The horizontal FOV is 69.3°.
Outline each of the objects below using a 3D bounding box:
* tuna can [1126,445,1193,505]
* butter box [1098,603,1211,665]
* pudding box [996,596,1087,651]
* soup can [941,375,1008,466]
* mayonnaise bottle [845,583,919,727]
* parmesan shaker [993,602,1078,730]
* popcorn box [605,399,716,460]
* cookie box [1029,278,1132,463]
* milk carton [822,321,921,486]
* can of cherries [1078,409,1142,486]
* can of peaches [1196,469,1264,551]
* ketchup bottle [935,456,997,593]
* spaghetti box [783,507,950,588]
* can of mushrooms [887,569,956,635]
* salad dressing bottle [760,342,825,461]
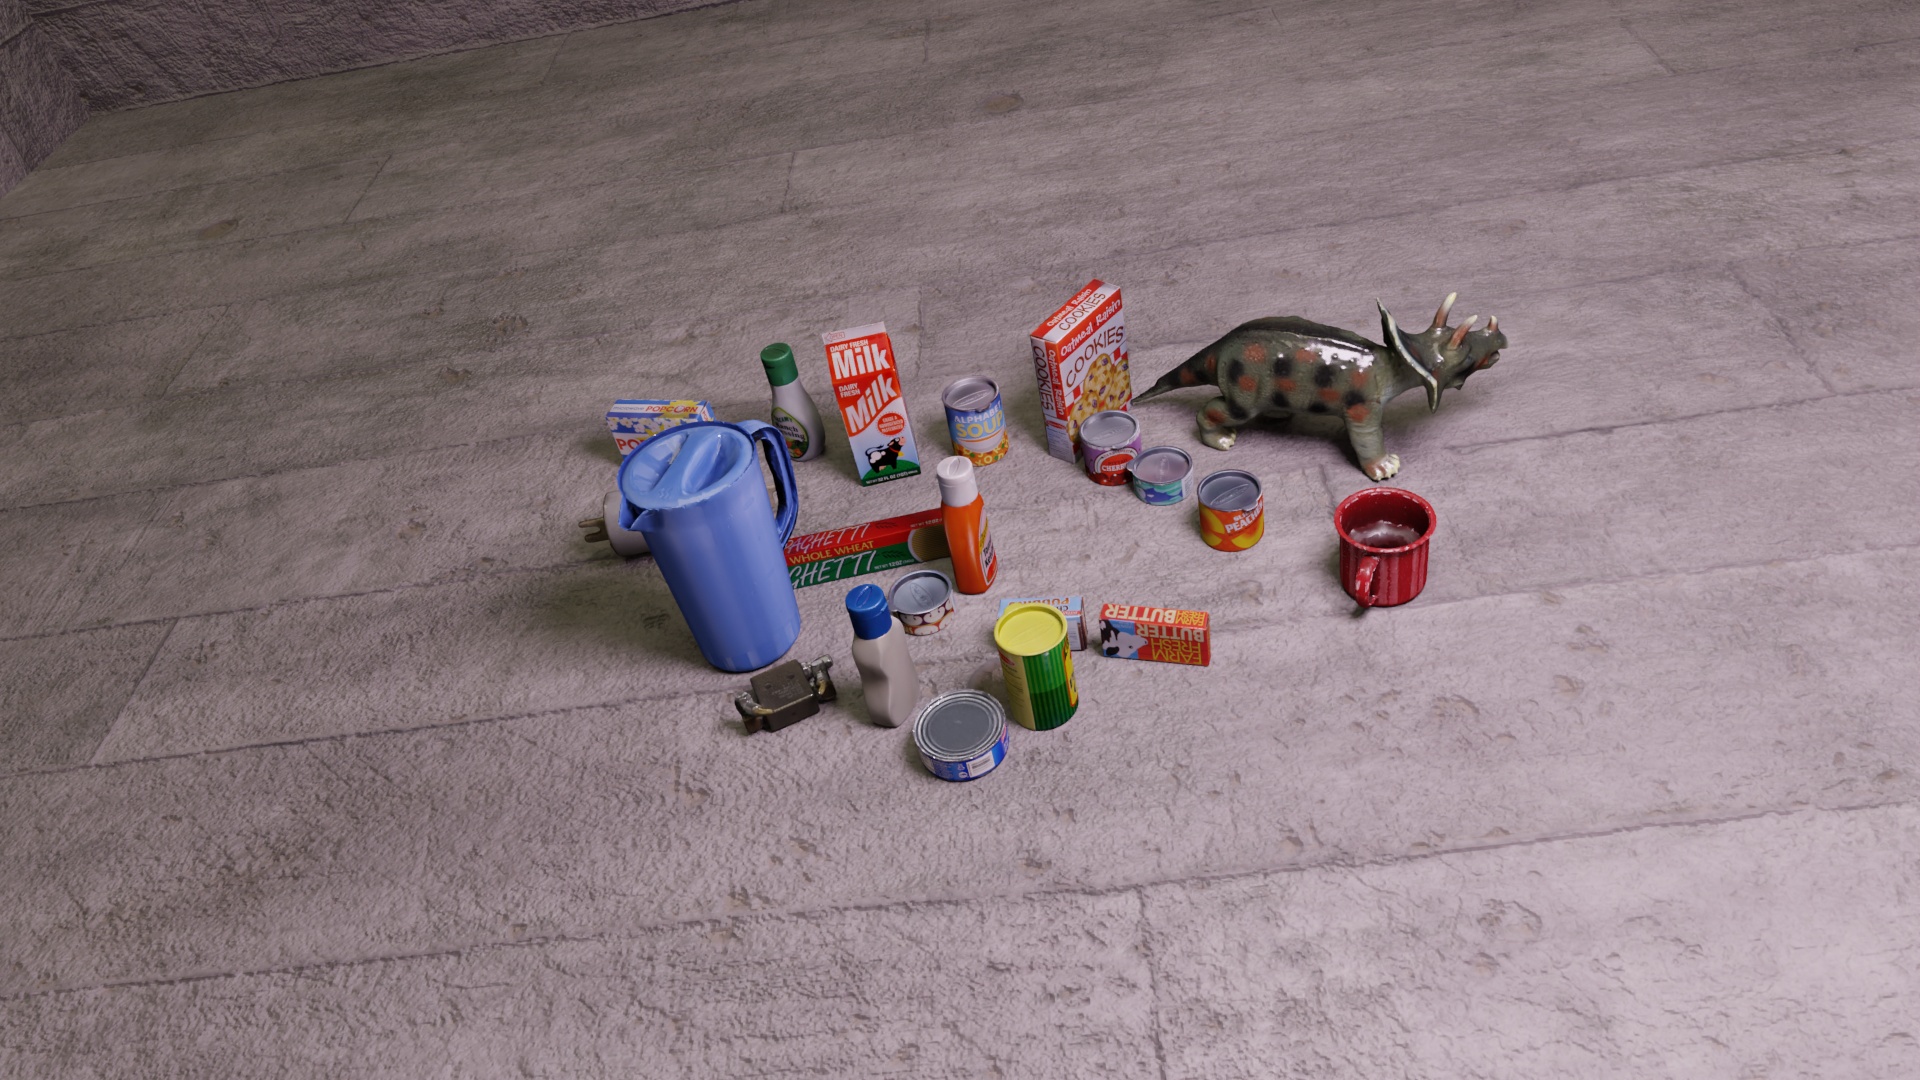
[{"bbox_3d":[0.217,-0.070,1.507,0.071,0.032,0.071,-7,41,6],"label":"tuna can"},{"bbox_3d":[0.185,0.089,1.316,0.103,0.052,0.024,4,43,19],"label":"butter box"},{"bbox_3d":[0.080,0.082,1.354,0.084,0.049,0.030,-3,41,11],"label":"pudding box"},{"bbox_3d":[0.019,-0.135,1.594,0.071,0.083,0.072,-7,41,6],"label":"soup can"},{"bbox_3d":[-0.074,0.105,1.292,0.041,0.147,0.065,8,44,23],"label":"mayonnaise bottle"},{"bbox_3d":[0.070,0.115,1.278,0.071,0.102,0.072,-7,41,6],"label":"parmesan shaker"},{"bbox_3d":[-0.355,-0.127,1.680,0.127,0.084,0.038,3,43,18],"label":"popcorn box"},{"bbox_3d":[0.138,-0.190,1.562,0.040,0.166,0.123,22,51,34],"label":"cookie box"},{"bbox_3d":[-0.101,-0.161,1.573,0.072,0.189,0.074,-12,40,1],"label":"milk carton"},{"bbox_3d":[0.168,-0.101,1.535,0.071,0.058,0.072,-7,41,6],"label":"can of cherries"},{"bbox_3d":[0.279,-0.029,1.425,0.071,0.057,0.071,-7,41,6],"label":"can of peaches"},{"bbox_3d":[0.005,-0.018,1.412,0.043,0.148,0.065,0,42,15],"label":"ketchup bottle"},{"bbox_3d":[-0.124,0.013,1.486,0.250,0.050,0.029,-12,40,1],"label":"spaghetti box"},{"bbox_3d":[-0.041,0.064,1.419,0.071,0.033,0.071,-7,41,6],"label":"can of mushrooms"},{"bbox_3d":[-0.199,-0.162,1.633,0.064,0.147,0.044,17,48,30],"label":"salad dressing bottle"}]
